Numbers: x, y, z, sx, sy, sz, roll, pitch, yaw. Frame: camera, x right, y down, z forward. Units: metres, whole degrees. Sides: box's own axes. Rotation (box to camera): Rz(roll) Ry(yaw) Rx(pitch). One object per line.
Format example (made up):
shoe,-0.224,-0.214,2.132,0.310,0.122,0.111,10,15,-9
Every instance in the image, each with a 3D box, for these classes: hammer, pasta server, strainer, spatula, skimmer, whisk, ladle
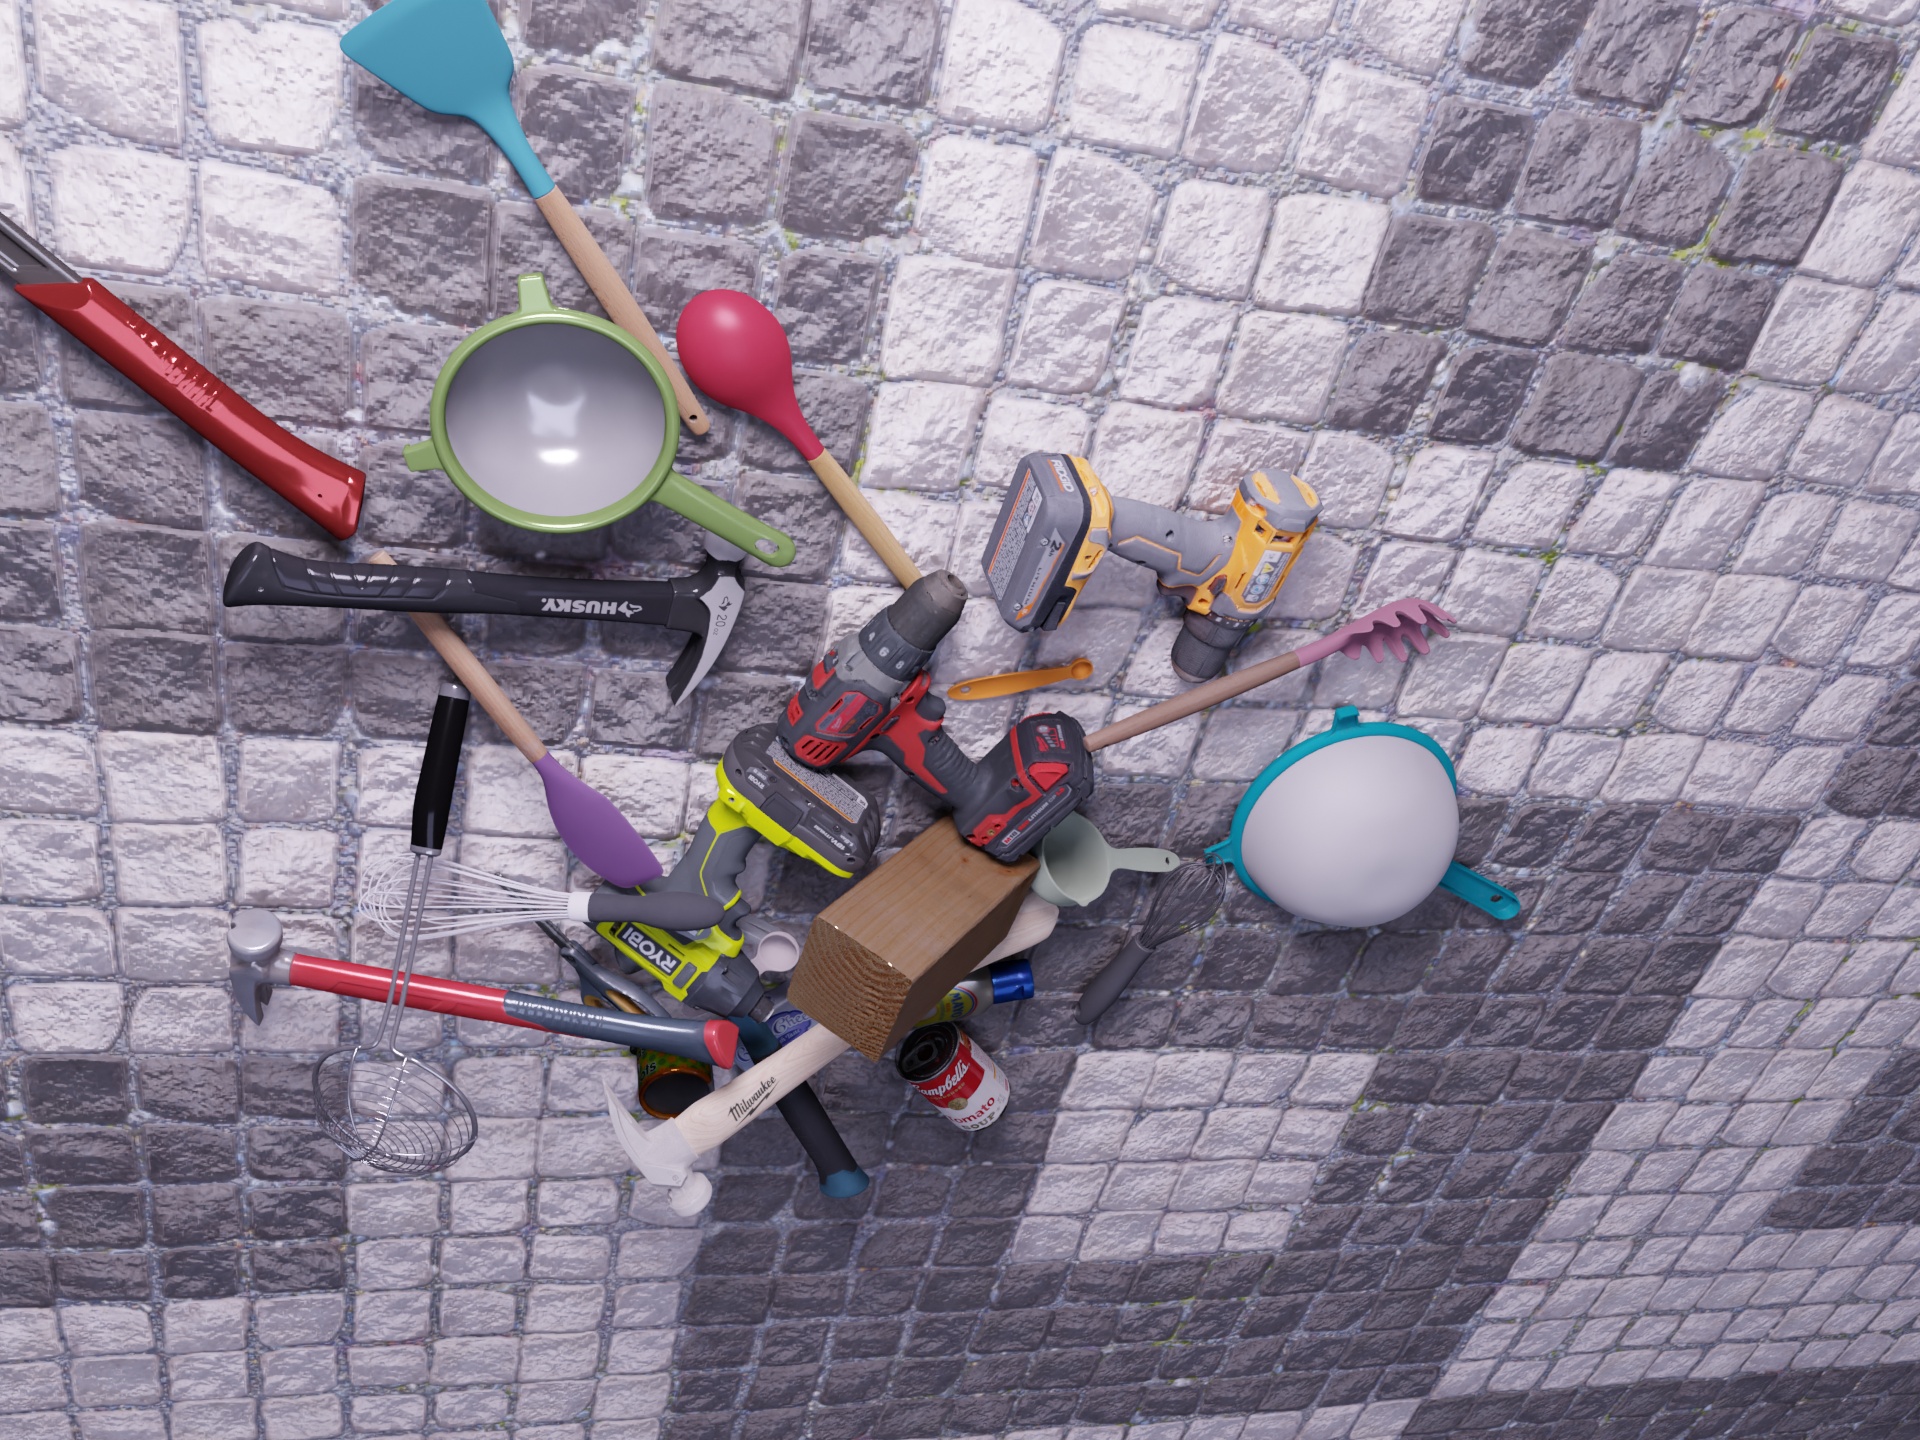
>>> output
hammer,-0.315,-0.081,1.076,0.334,0.035,0.146,1,126,-26
pasta server,0.243,-0.032,1.247,0.316,0.040,0.060,-21,154,-12
strainer,0.398,0.135,1.409,0.340,0.095,0.211,26,116,-28
spatula,-0.237,-0.291,0.958,0.082,0.044,0.317,-27,129,7
skimmer,-0.391,0.154,1.164,0.127,0.090,0.363,10,88,7
whisk,-0.319,0.141,1.210,0.284,0.070,0.070,3,127,5
spatula,-0.320,0.007,1.145,0.060,0.018,0.315,-20,120,21
whisk,0.167,0.202,1.424,0.055,0.055,0.239,16,129,-24
hammer,-0.166,0.296,1.384,0.128,0.033,0.330,-23,116,5
hammer,-0.370,0.230,1.252,0.386,0.038,0.143,13,143,-10
strainer,-0.216,-0.177,1.034,0.256,0.069,0.151,28,114,-32
ladle,-0.088,-0.167,1.103,0.069,0.031,0.315,-31,129,10
hammer,-0.510,-0.226,0.943,0.149,0.037,0.358,-36,126,14
hammer,-0.099,0.252,1.342,0.410,0.038,0.146,-32,119,-9

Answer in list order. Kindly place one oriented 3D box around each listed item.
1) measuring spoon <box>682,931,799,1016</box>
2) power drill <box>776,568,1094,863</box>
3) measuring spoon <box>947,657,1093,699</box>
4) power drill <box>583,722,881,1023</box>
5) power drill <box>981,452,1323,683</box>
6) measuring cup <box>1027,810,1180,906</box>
measuring spoon,-0.182,0.210,1.316,0.124,0.018,0.034,-34,101,19
power drill,-0.002,-0.004,1.209,0.226,0.080,0.188,30,120,-27
measuring spoon,0.046,-0.033,1.248,0.117,0.011,0.021,-10,132,-2
power drill,-0.169,0.127,1.243,0.171,0.080,0.223,39,112,-7
power drill,0.134,-0.106,1.172,0.226,0.084,0.185,2,134,-22
measuring cup,0.120,0.122,1.359,0.167,0.083,0.038,6,159,-40
